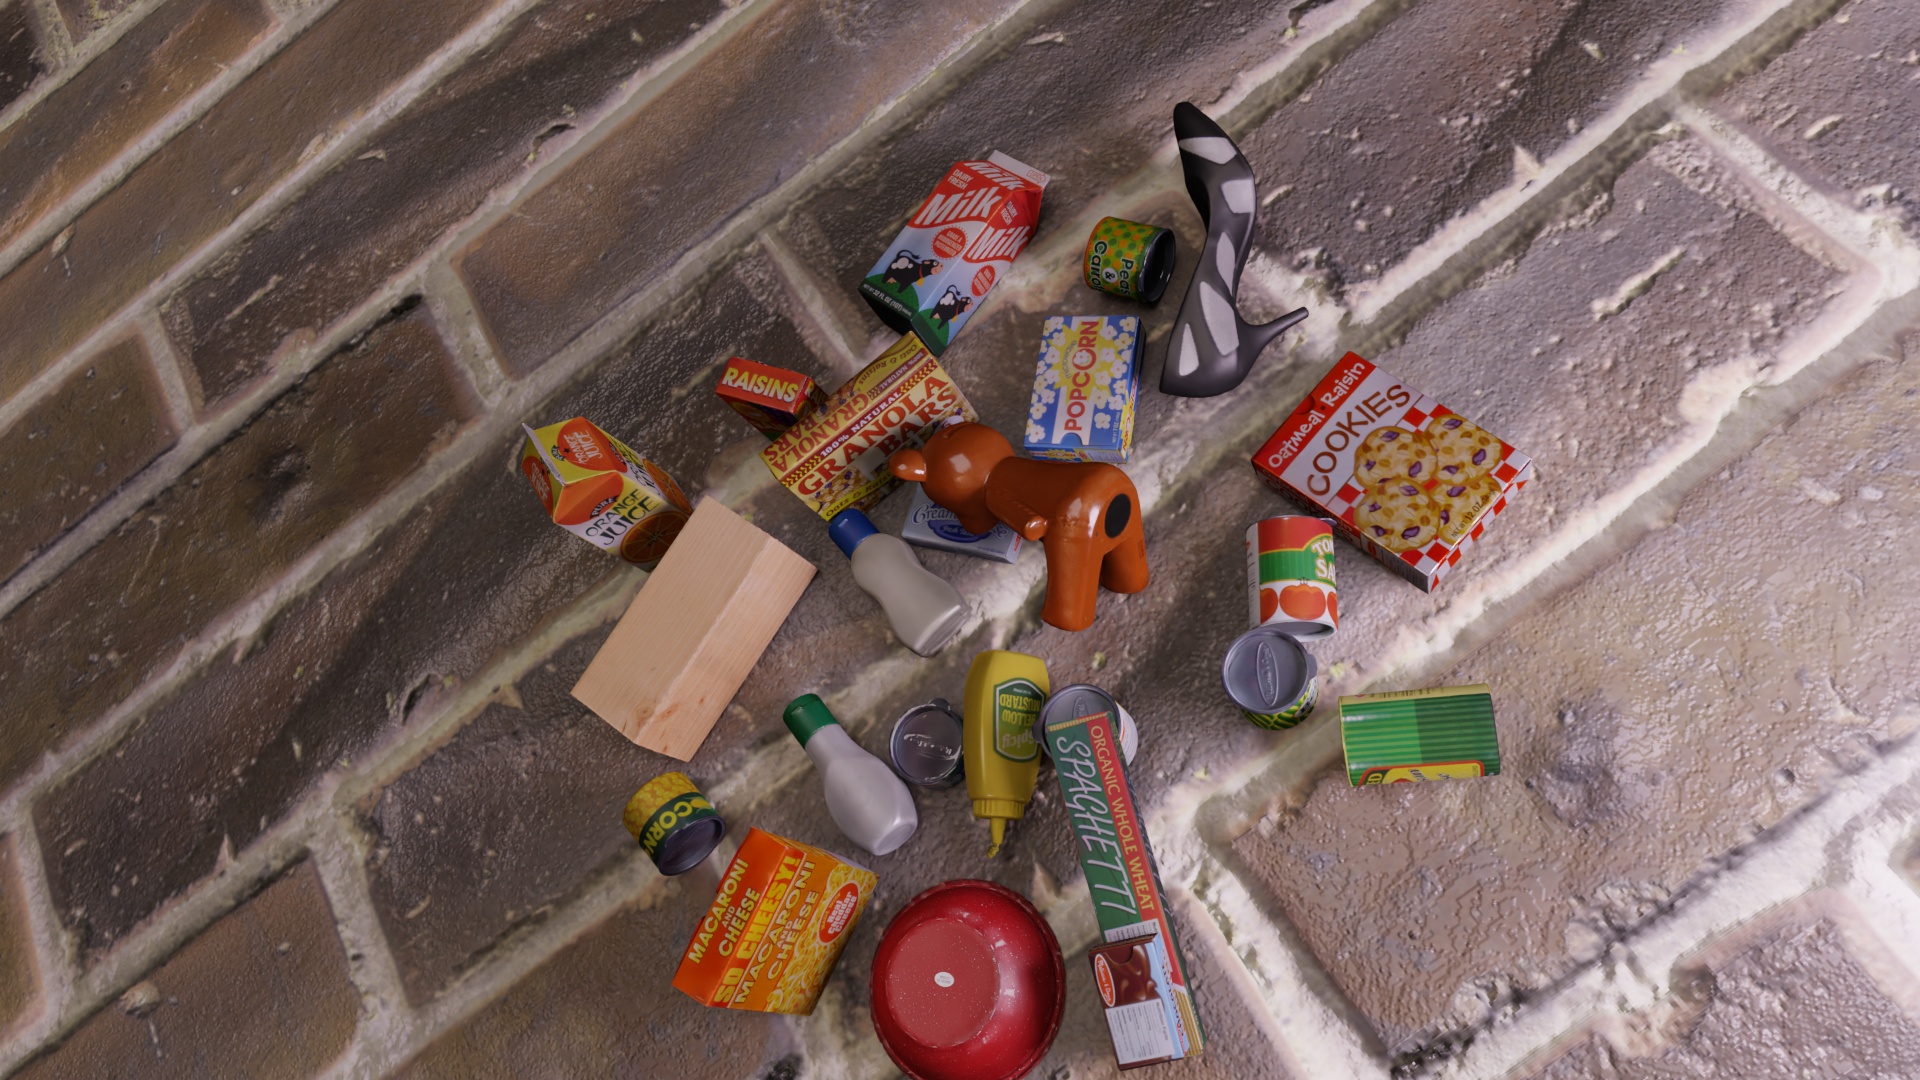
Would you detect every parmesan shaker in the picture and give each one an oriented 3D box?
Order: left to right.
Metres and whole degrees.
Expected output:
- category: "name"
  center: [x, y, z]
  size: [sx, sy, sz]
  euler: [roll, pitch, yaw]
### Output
- category: "parmesan shaker"
  center: [0.326, 0.139, 0.989]
  size: [0.103, 0.071, 0.071]
  euler: [-8, 68, 18]

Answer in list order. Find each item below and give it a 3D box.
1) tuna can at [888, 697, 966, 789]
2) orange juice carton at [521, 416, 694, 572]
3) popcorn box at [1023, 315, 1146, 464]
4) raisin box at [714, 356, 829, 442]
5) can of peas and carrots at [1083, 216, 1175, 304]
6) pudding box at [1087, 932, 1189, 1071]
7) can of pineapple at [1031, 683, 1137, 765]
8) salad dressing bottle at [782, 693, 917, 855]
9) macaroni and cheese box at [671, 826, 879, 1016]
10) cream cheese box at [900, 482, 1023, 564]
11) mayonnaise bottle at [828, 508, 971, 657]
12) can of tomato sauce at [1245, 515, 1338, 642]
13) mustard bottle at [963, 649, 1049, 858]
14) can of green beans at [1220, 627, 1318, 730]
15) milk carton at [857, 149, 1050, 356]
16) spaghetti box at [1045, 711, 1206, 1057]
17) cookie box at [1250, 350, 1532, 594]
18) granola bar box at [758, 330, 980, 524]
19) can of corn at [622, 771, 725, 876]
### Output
- category: "tuna can"
  center: [-0.021, 0.166, 1.132]
  size: [0.071, 0.032, 0.071]
  euler: [-7, 68, 18]
- category: "orange juice carton"
  center: [-0.317, -0.045, 1.235]
  size: [0.073, 0.192, 0.072]
  euler: [-39, 63, 4]
- category: "popcorn box"
  center: [0.108, -0.131, 1.195]
  size: [0.085, 0.038, 0.127]
  euler: [4, 71, 21]
- category: "raisin box"
  center: [-0.150, -0.114, 1.238]
  size: [0.086, 0.123, 0.040]
  euler: [17, 78, 26]
- category: "can of peas and carrots"
  center: [0.146, -0.243, 1.207]
  size: [0.059, 0.071, 0.071]
  euler: [19, 78, 27]
- category: "pudding box"
  center: [0.125, 0.322, 0.972]
  size: [0.049, 0.030, 0.084]
  euler: [-17, 82, 15]
- category: "can of pineapple"
  center: [0.098, 0.149, 1.079]
  size: [0.071, 0.057, 0.071]
  euler: [-7, 68, 18]
- category: "salad dressing bottle"
  center: [-0.094, 0.190, 1.145]
  size: [0.064, 0.044, 0.148]
  euler: [-43, 61, 3]
- category: "macaroni and cheese box"
  center: [-0.136, 0.292, 1.051]
  size: [0.040, 0.166, 0.124]
  euler: [21, 79, 27]
- category: "cream cheese box"
  center: [0.004, -0.015, 1.197]
  size: [0.104, 0.024, 0.053]
  euler: [11, 73, 24]
- category: "mayonnaise bottle"
  center: [-0.058, 0.031, 1.194]
  size: [0.065, 0.041, 0.148]
  euler: [-44, 61, 0]
- category: "can of tomato sauce"
  center: [0.255, 0.030, 1.061]
  size: [0.071, 0.071, 0.083]
  euler: [-5, 69, 19]
- category: "mustard bottle"
  center: [0.034, 0.168, 1.094]
  size: [0.048, 0.065, 0.160]
  euler: [-26, 57, 60]
- category: "can of green beans"
  center: [0.233, 0.105, 1.045]
  size: [0.071, 0.057, 0.071]
  euler: [-7, 68, 18]
- category: "milk carton"
  center: [0.000, -0.272, 1.270]
  size: [0.072, 0.073, 0.190]
  euler: [34, 84, 28]
- category: "spaghetti box"
  center: [0.120, 0.249, 1.011]
  size: [0.050, 0.028, 0.250]
  euler: [-17, 81, 13]
- category: "cookie box"
  center: [0.331, -0.056, 1.076]
  size: [0.168, 0.040, 0.123]
  euler: [39, 82, 29]
- category: "granola bar box"
  center: [-0.074, -0.090, 1.199]
  size: [0.165, 0.124, 0.039]
  euler: [-39, 61, 3]
- category: "can of corn"
  center: [-0.242, 0.237, 1.166]
  size: [0.071, 0.071, 0.058]
  euler: [-48, 61, -1]
